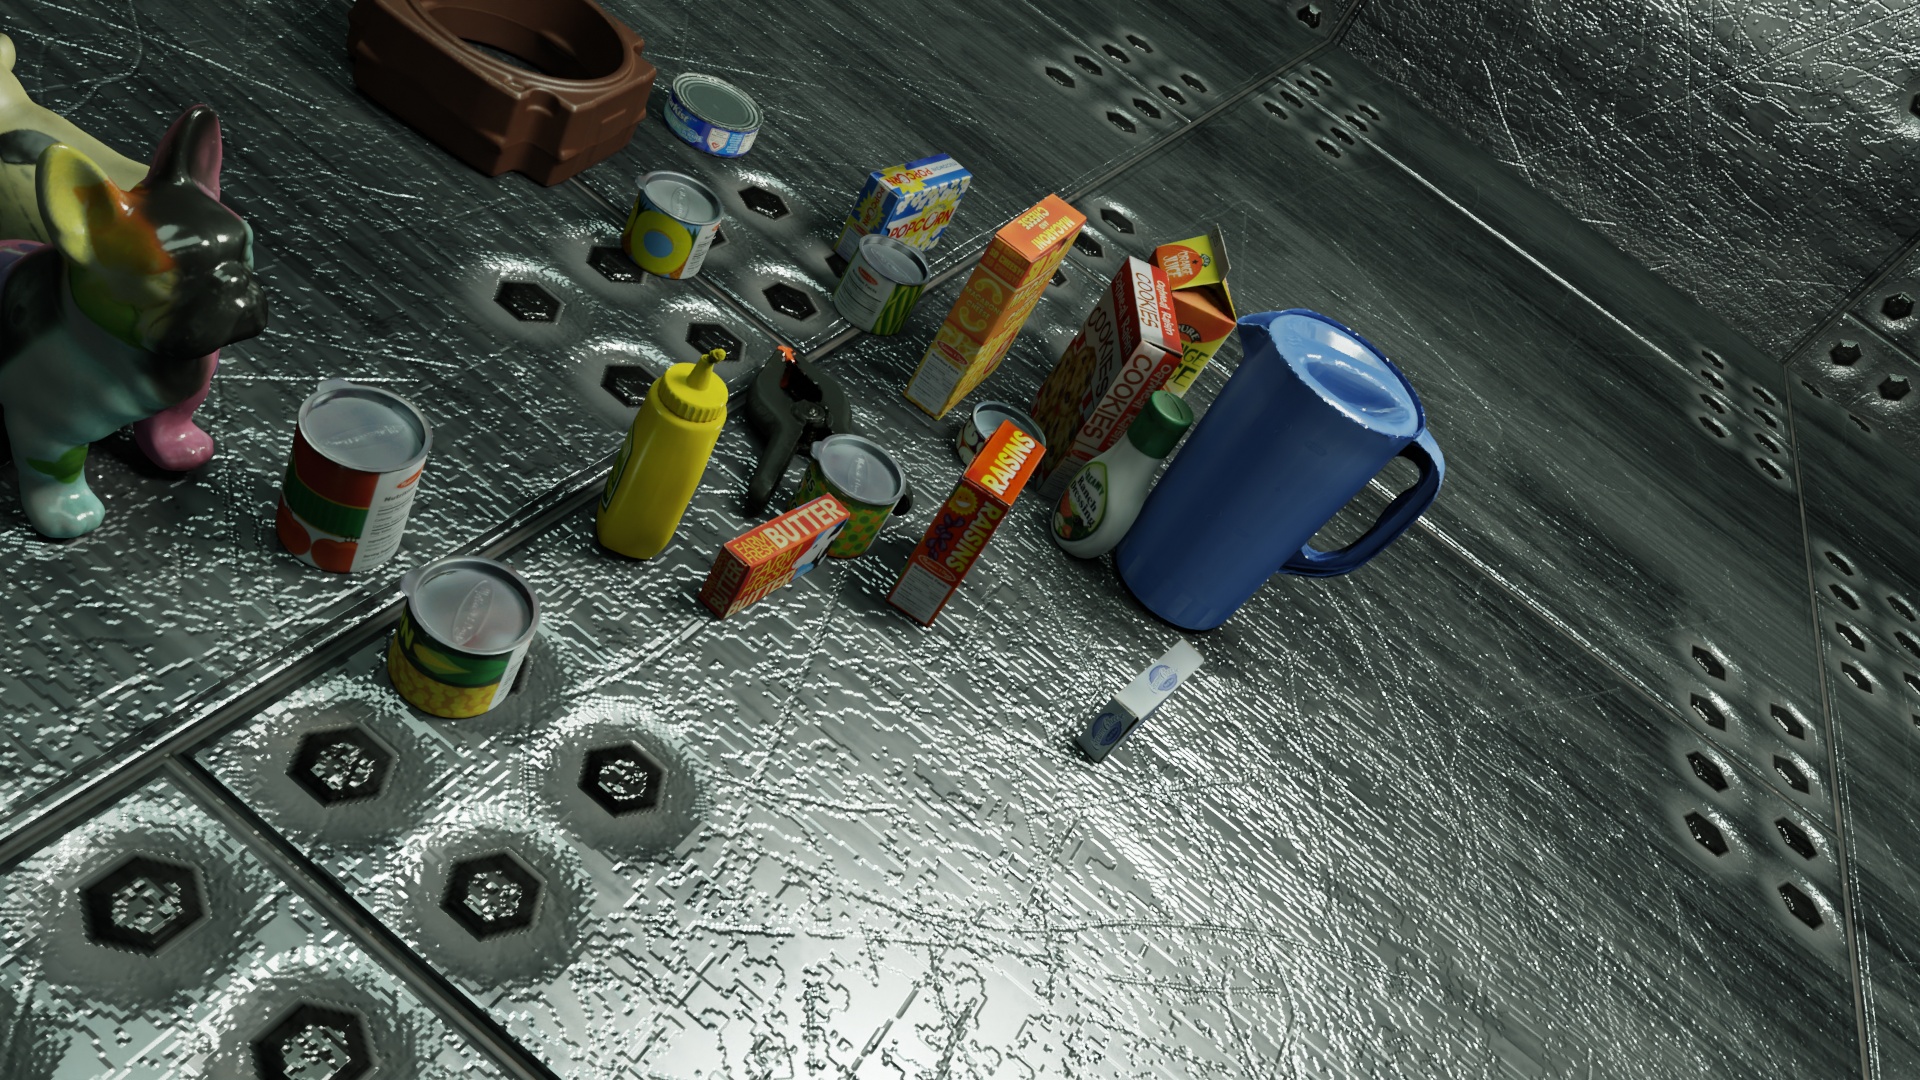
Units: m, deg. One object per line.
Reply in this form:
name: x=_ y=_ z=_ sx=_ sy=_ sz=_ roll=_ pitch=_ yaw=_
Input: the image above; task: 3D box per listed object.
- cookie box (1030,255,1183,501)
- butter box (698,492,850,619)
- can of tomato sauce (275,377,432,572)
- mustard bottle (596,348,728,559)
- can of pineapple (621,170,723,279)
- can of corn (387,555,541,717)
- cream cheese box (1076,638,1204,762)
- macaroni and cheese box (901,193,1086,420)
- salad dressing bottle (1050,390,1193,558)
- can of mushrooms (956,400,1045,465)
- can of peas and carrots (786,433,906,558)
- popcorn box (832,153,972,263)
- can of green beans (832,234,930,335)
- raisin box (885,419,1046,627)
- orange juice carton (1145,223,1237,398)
cookie box: x=0.115 y=-0.128 z=1.120 sx=0.040 sy=0.166 sz=0.123 roll=21 pitch=39 yaw=-17
butter box: x=-0.118 y=0.009 z=0.889 sx=0.024 sy=0.052 sz=0.104 roll=43 pitch=38 yaw=12
can of tomato sauce: x=-0.332 y=-0.034 z=0.753 sx=0.071 sy=0.082 sz=0.071 roll=21 pitch=39 yaw=-17
mustard bottle: x=-0.175 y=-0.059 z=0.834 sx=0.049 sy=0.159 sz=0.065 roll=18 pitch=40 yaw=-20
can of pineapple: x=-0.228 y=-0.248 z=1.089 sx=0.071 sy=0.057 sz=0.071 roll=20 pitch=39 yaw=-17
can of corn: x=-0.264 y=0.050 z=0.731 sx=0.071 sy=0.058 sz=0.071 roll=20 pitch=39 yaw=-17
cream cheese box: x=0.125 y=0.110 z=0.958 sx=0.024 sy=0.053 sz=0.104 roll=44 pitch=38 yaw=13
macaroni and cheese box: x=0.029 y=-0.189 z=1.124 sx=0.040 sy=0.165 sz=0.124 roll=37 pitch=37 yaw=4
salad dressing bottle: x=0.123 y=-0.050 z=1.055 sx=0.044 sy=0.147 sz=0.064 roll=7 pitch=45 yaw=-32
can of mushrooms: x=0.033 y=-0.076 z=1.112 sx=0.071 sy=0.033 sz=0.071 roll=20 pitch=39 yaw=-17
can of peas and carrots: x=-0.081 y=-0.031 z=0.956 sx=0.071 sy=0.058 sz=0.071 roll=20 pitch=39 yaw=-17
popcorn box: x=-0.051 y=-0.296 z=1.252 sx=0.038 sy=0.084 sz=0.127 roll=42 pitch=37 yaw=10
can of green beans: x=-0.067 y=-0.215 z=1.173 sx=0.071 sy=0.057 sz=0.071 roll=20 pitch=39 yaw=-17
raisin box: x=0.003 y=-0.012 z=0.944 sx=0.040 sy=0.122 sz=0.086 roll=34 pitch=37 yaw=0
orange juice carton: x=0.175 y=-0.180 z=1.201 sx=0.073 sy=0.191 sz=0.072 roll=20 pitch=39 yaw=-18
